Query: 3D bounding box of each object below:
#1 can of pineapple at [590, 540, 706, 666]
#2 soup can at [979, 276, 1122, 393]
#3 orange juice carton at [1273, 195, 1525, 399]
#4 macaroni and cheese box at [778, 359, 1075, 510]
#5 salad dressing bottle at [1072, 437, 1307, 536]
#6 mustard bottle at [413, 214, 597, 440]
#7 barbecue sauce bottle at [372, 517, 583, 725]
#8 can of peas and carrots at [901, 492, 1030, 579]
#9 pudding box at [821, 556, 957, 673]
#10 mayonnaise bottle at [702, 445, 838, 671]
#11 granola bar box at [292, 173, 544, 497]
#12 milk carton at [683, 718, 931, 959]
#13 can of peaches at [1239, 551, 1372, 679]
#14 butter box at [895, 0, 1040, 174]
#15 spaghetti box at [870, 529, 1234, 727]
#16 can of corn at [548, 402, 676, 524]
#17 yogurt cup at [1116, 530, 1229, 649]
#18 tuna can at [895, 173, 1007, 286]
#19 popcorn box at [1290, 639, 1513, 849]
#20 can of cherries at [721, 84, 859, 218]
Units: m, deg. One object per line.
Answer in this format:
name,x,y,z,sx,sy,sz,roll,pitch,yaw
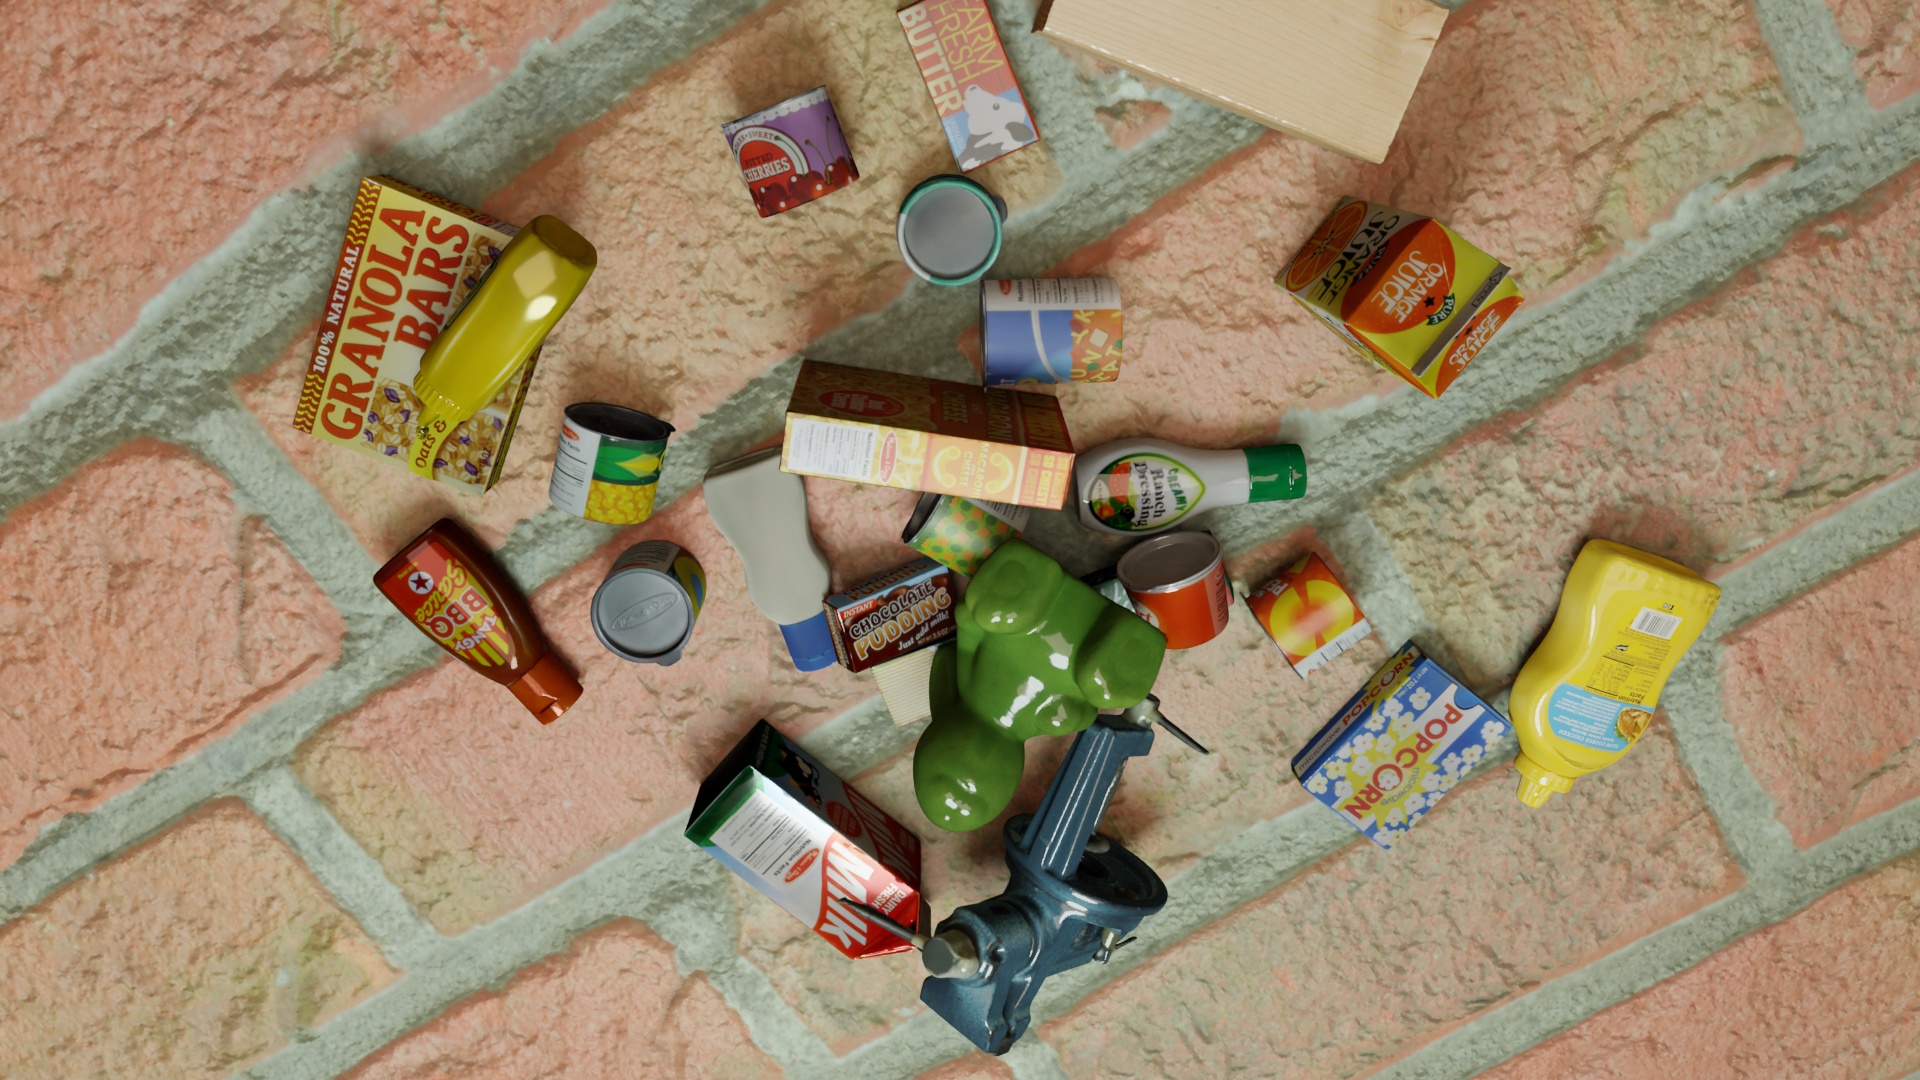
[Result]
can of pineapple,-0.203,0.041,0.913,0.071,0.058,0.070,0,109,-1
soup can,0.055,-0.127,0.861,0.084,0.071,0.071,-2,109,-1
orange juice carton,0.252,-0.140,0.795,0.073,0.193,0.071,36,103,-13
macaroni and cheese box,-0.020,-0.066,0.848,0.166,0.124,0.040,8,111,-4
salad dressing bottle,0.148,-0.039,0.904,0.148,0.044,0.064,-6,107,0
mustard bottle,-0.277,-0.117,0.815,0.049,0.065,0.160,39,107,-19
barbecue sauce bottle,-0.314,0.058,0.923,0.065,0.044,0.148,-37,106,9
can of peas and carrots,0.003,-0.011,0.898,0.059,0.071,0.070,30,105,-11
pudding box,-0.045,0.048,0.917,0.084,0.030,0.049,-21,110,-24
mayonnaise bottle,-0.117,0.015,0.916,0.065,0.041,0.147,-18,109,1
granola bar box,-0.327,-0.126,0.864,0.124,0.039,0.165,21,107,-10
milk carton,-0.091,0.219,0.968,0.190,0.072,0.073,40,103,-12
can of peaches,0.230,0.047,0.924,0.058,0.071,0.071,-36,106,10
butter box,0.005,-0.278,0.831,0.053,0.024,0.103,-22,107,6
spaghetti box,0.062,0.060,0.942,0.250,0.029,0.050,-21,107,5
can of corn,-0.220,-0.049,0.880,0.071,0.071,0.058,15,108,-6
yogurt cup,0.139,0.033,0.886,0.072,0.073,0.053,-18,115,4
tuna can,-0.005,-0.192,0.855,0.071,0.033,0.070,0,109,-1
popcorn box,0.307,0.144,0.972,0.085,0.038,0.126,37,104,-11
can of cherries,-0.101,-0.229,0.820,0.071,0.072,0.058,-20,109,5
